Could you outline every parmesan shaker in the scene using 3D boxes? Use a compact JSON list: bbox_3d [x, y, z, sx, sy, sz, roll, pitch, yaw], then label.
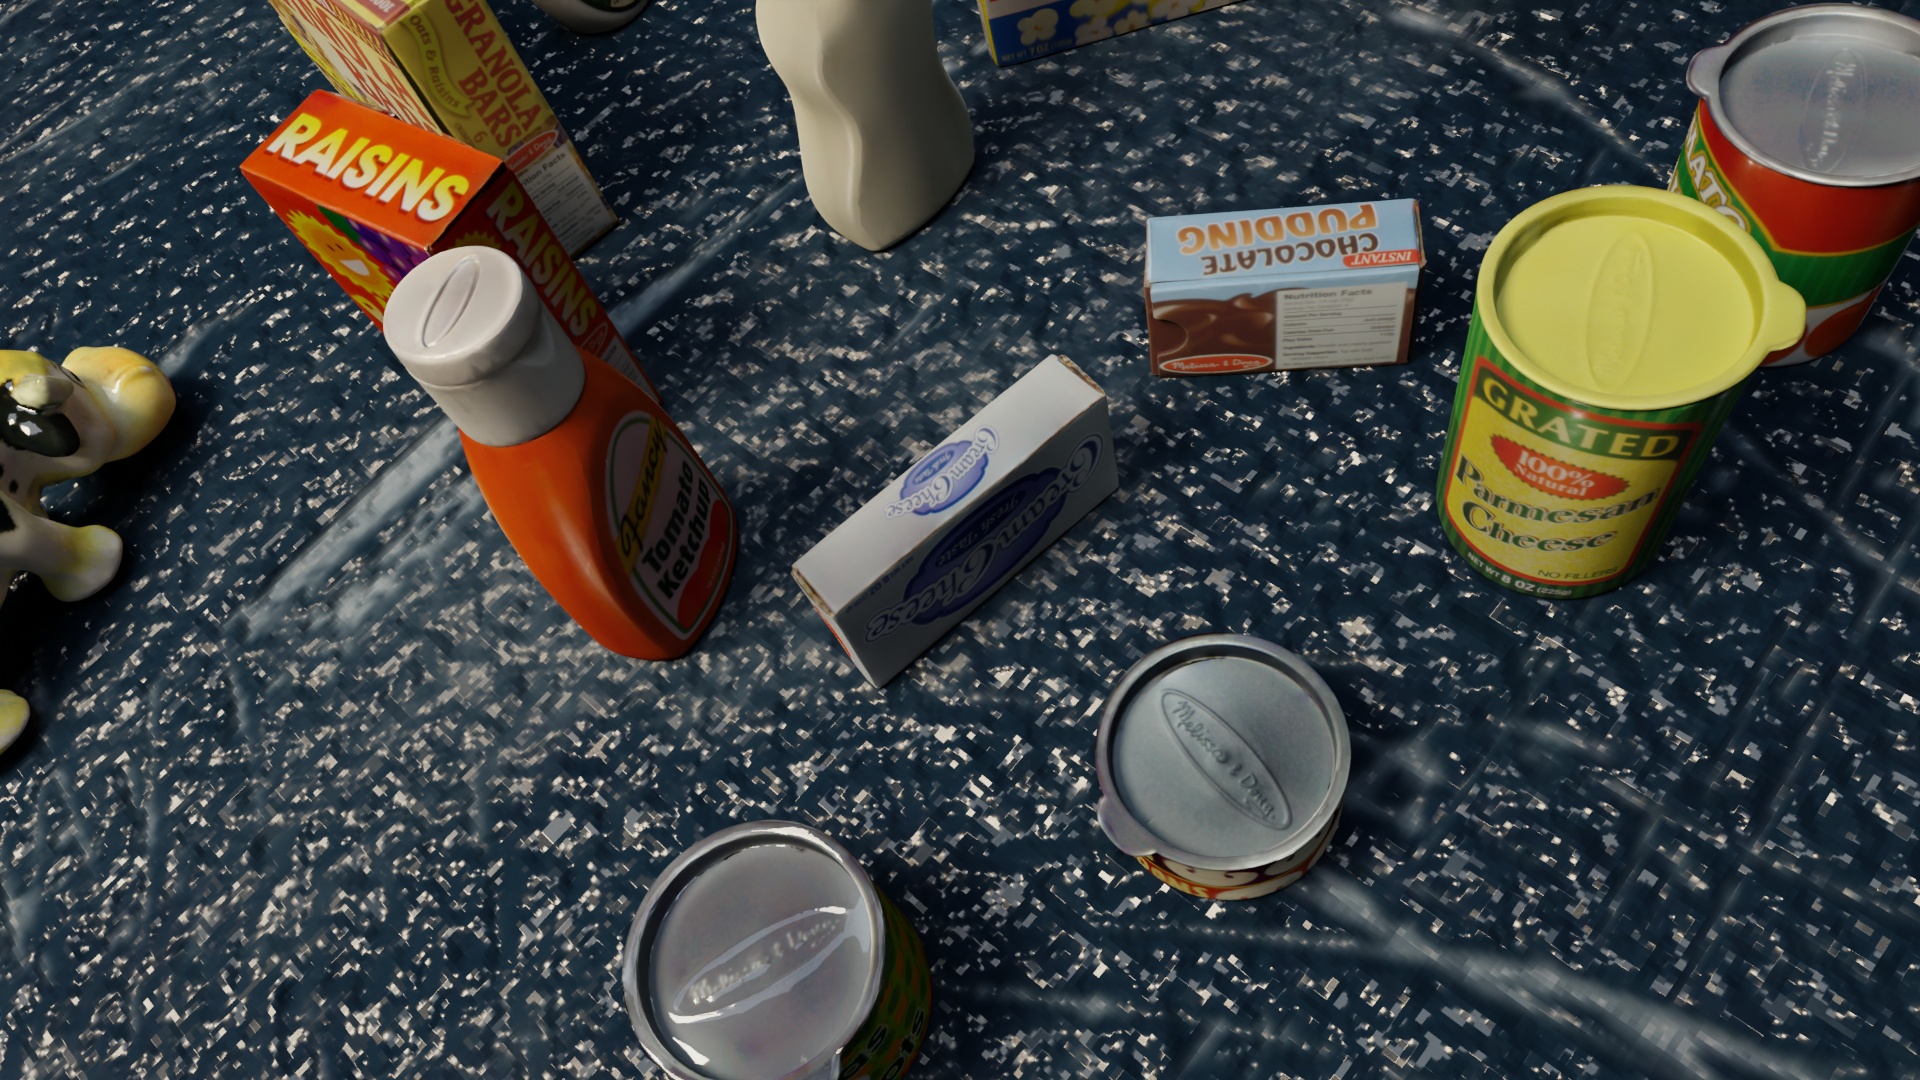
[{"bbox_3d":[0.168,-0.034,0.369,0.071,0.102,0.071,-5,60,9],"label":"parmesan shaker"}]

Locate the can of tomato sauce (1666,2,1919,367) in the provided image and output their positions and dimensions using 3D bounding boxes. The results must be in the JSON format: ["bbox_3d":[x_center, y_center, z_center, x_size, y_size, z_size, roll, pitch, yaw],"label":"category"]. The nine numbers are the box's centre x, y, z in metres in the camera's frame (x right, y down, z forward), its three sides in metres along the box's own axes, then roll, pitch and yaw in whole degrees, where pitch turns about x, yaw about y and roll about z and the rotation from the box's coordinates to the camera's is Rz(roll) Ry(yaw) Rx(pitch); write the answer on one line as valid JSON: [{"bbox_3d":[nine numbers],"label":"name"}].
[{"bbox_3d":[0.239,-0.100,0.403,0.071,0.082,0.071,-5,60,9],"label":"can of tomato sauce"}]

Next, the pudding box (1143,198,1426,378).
[{"bbox_3d":[0.101,-0.079,0.440,0.084,0.049,0.030,-3,61,11],"label":"pudding box"}]

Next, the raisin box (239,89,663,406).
[{"bbox_3d":[-0.160,-0.081,0.455,0.086,0.123,0.040,25,69,24],"label":"raisin box"}]

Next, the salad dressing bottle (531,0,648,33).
[{"bbox_3d":[-0.170,-0.274,0.552,0.044,0.147,0.064,24,69,23],"label":"salad dressing bottle"}]

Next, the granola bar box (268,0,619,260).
[{"bbox_3d":[-0.214,-0.187,0.526,0.039,0.123,0.166,-44,61,-13],"label":"granola bar box"}]

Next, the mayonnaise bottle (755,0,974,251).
[{"bbox_3d":[-0.036,-0.165,0.462,0.041,0.147,0.065,37,74,27],"label":"mayonnaise bottle"}]

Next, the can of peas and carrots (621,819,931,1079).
[{"bbox_3d":[-0.043,0.114,0.357,0.071,0.058,0.071,-5,60,9],"label":"can of peas and carrots"}]

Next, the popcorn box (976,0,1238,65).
[{"bbox_3d":[0.063,-0.235,0.517,0.127,0.085,0.038,-15,59,4],"label":"popcorn box"}]

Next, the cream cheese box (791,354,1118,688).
[{"bbox_3d":[0.001,-0.005,0.418,0.104,0.053,0.024,-40,61,-11],"label":"cream cheese box"}]

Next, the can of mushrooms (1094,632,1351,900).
[{"bbox_3d":[0.069,0.063,0.376,0.071,0.033,0.071,-5,60,9],"label":"can of mushrooms"}]

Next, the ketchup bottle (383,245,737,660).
[{"bbox_3d":[-0.109,-0.022,0.396,0.043,0.148,0.065,7,63,16],"label":"ketchup bottle"}]
